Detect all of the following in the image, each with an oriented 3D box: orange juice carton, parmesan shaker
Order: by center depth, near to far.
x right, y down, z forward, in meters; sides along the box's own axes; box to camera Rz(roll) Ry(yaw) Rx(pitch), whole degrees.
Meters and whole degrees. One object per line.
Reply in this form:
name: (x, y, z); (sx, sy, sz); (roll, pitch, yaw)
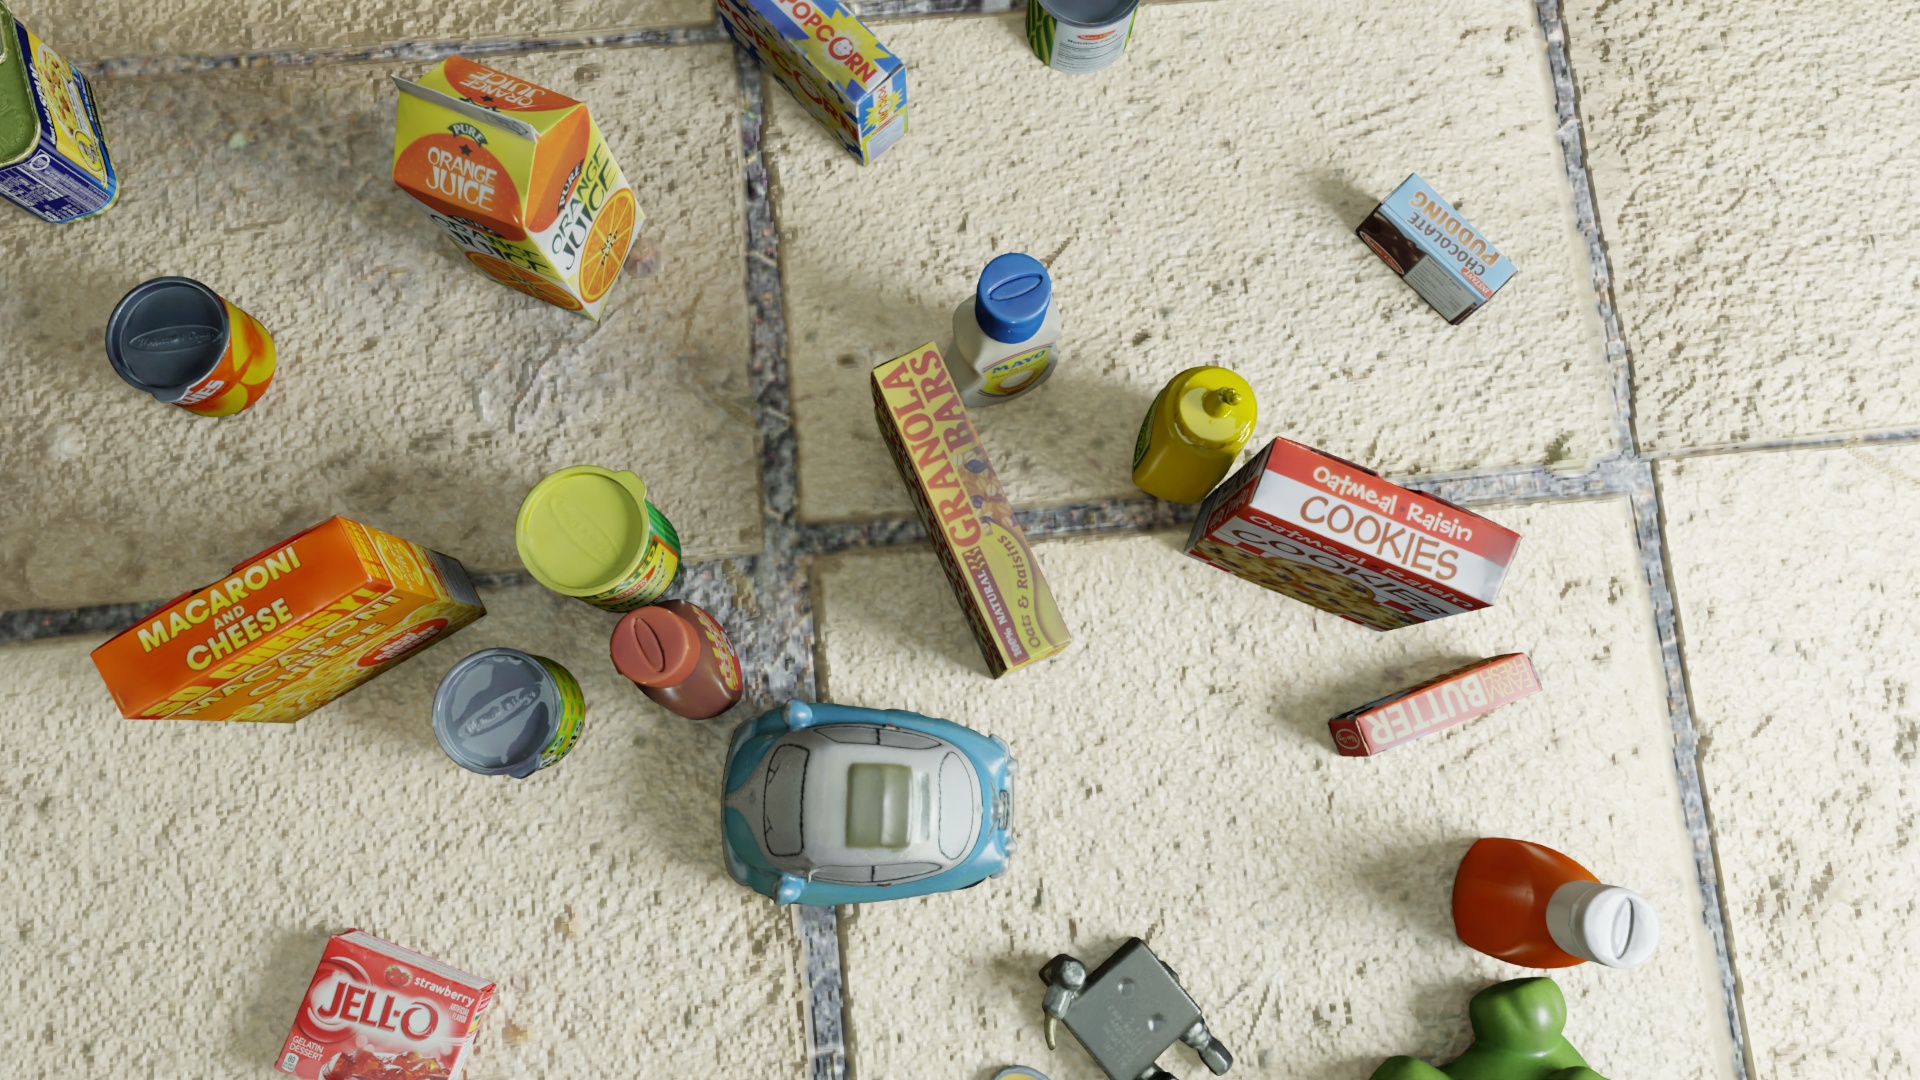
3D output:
orange juice carton: (-0.229, -0.186, 0.723); (0.072, 0.192, 0.073); (22, 82, 2)
parmesan shaker: (-0.187, 0.000, 0.740); (0.071, 0.103, 0.071); (0, 81, -1)

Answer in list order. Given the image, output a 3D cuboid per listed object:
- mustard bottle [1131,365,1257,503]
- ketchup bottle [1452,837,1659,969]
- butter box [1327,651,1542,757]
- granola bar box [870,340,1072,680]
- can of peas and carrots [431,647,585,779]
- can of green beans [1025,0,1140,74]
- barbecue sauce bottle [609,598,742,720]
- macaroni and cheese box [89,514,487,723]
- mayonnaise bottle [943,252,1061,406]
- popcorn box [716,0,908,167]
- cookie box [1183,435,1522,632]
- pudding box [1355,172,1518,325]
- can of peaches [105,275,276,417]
mustard bottle: (0.125, -0.061, 0.729); (0.049, 0.160, 0.065); (17, 82, 1)
ketchup bottle: (0.296, 0.186, 0.699); (0.043, 0.148, 0.065); (14, 81, 1)
butter box: (0.259, 0.090, 0.762); (0.103, 0.053, 0.024); (-20, 82, -4)
granola bar box: (0.003, -0.009, 0.735); (0.039, 0.124, 0.165); (-24, 82, -5)
can of peas and carrots: (-0.239, 0.094, 0.746); (0.071, 0.058, 0.071); (0, 81, -1)
can of green beans: (0.073, -0.318, 0.820); (0.071, 0.057, 0.071); (0, 81, -1)
barbecue sauce bottle: (-0.145, 0.059, 0.709); (0.044, 0.148, 0.065); (-26, 83, -5)
macaroni and cheese box: (-0.326, 0.044, 0.697); (0.124, 0.166, 0.040); (-31, 83, -6)
mayonnaise bottle: (0.024, -0.111, 0.740); (0.065, 0.148, 0.041); (-21, 83, -4)
popcorn box: (-0.087, -0.284, 0.797); (0.038, 0.085, 0.127); (-44, 85, -7)
cookie box: (0.193, 0.001, 0.717); (0.123, 0.167, 0.040); (22, 82, 2)
pudding box: (0.275, -0.168, 0.805); (0.030, 0.049, 0.084); (-44, 85, -7)
can of peaches: (-0.426, -0.104, 0.773); (0.071, 0.058, 0.071); (0, 81, -1)
